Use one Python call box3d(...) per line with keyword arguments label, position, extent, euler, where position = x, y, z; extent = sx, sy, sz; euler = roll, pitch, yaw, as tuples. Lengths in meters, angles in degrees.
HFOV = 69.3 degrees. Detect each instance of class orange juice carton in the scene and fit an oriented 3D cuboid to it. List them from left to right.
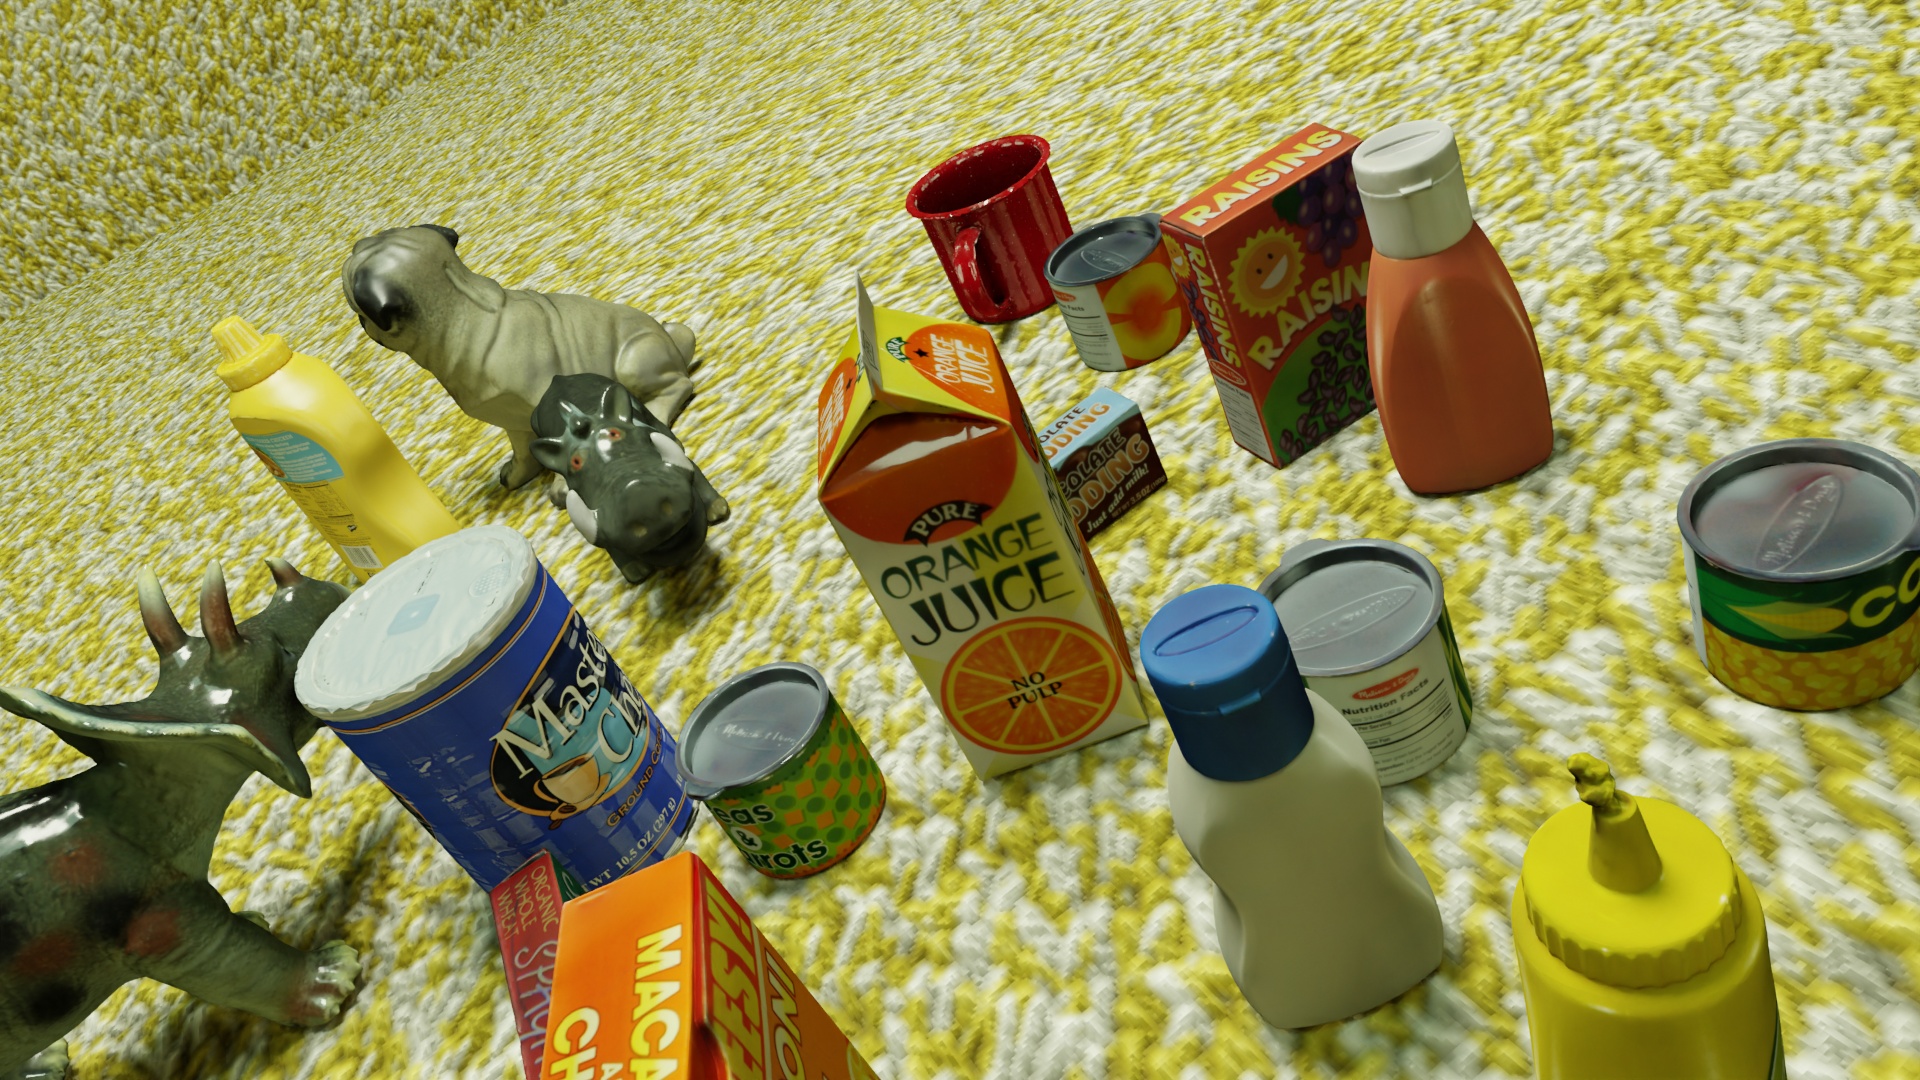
box3d(label="orange juice carton", position=(0.002, -0.006, 0.517), extent=(0.073, 0.192, 0.072), euler=(-21, 34, 9))

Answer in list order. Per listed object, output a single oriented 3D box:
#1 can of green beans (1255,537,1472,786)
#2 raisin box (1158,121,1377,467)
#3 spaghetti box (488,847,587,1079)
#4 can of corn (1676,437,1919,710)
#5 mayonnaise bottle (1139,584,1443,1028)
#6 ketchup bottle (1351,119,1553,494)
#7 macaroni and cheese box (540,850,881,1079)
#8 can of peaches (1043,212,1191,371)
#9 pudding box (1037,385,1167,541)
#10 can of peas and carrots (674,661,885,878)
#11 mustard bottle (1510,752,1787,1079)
box3d(label="can of green beans", position=(0.138, 0.042, 0.481), extent=(0.071, 0.057, 0.071), euler=(-18, 35, 13))
box3d(label="raisin box", position=(0.148, -0.107, 0.615), extent=(0.086, 0.123, 0.040), euler=(-32, 34, -8))
box3d(label="spaghetti box", position=(-0.115, 0.195, 0.455), extent=(0.029, 0.050, 0.251), euler=(-33, 34, -8))
box3d(label="can of corn", position=(0.267, 0.011, 0.435), extent=(0.071, 0.058, 0.071), euler=(-18, 35, 13))
box3d(label="mayonnaise bottle", position=(0.090, 0.076, 0.387), extent=(0.065, 0.147, 0.041), euler=(-24, 34, 5))
box3d(label="ketchup bottle", position=(0.187, -0.088, 0.540), extent=(0.064, 0.148, 0.044), euler=(-16, 35, 16))
box3d(label="macaroni and cheese box", position=(-0.038, 0.173, 0.328), extent=(0.040, 0.165, 0.124), euler=(-23, 34, 6))
box3d(label="can of peaches", position=(0.088, -0.134, 0.751), extent=(0.071, 0.057, 0.071), euler=(-18, 35, 13))
box3d(label="pudding box", position=(0.050, -0.028, 0.641), extent=(0.084, 0.049, 0.030), euler=(-36, 35, -13))
box3d(label="can of peas and carrots", position=(-0.072, 0.093, 0.554), extent=(0.071, 0.058, 0.071), euler=(-18, 35, 13))
box3d(label="mustard bottle", position=(0.150, 0.102, 0.301), extent=(0.049, 0.159, 0.066), euler=(-4, 40, 31))
